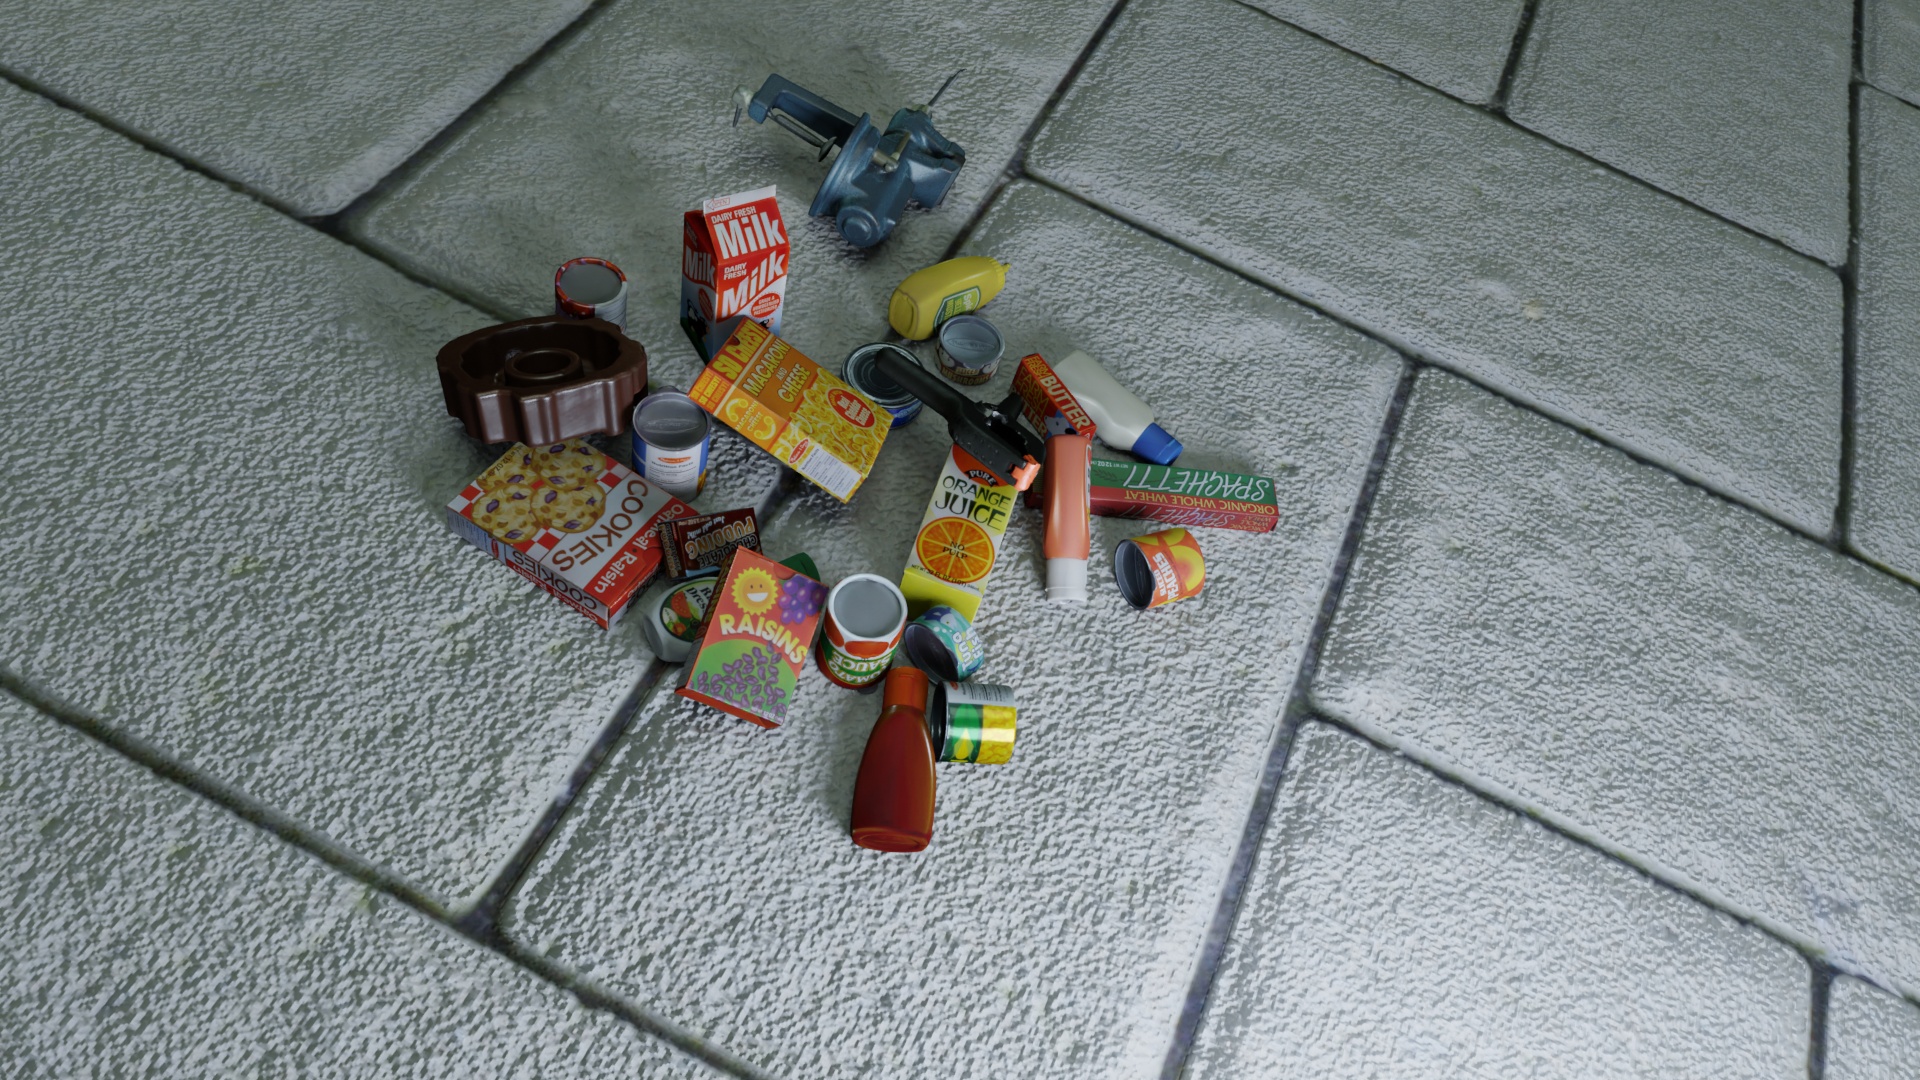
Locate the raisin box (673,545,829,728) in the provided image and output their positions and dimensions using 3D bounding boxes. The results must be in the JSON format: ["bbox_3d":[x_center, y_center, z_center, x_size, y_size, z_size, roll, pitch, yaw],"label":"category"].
[{"bbox_3d":[-0.167,0.078,1.117,0.086,0.040,0.124,25,68,-19],"label":"raisin box"}]

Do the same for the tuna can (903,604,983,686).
[{"bbox_3d":[-0.012,0.089,1.163,0.033,0.070,0.071,-34,70,-31],"label":"tuna can"}]

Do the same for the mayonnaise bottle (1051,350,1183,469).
[{"bbox_3d":[0.152,-0.125,1.372,0.148,0.041,0.065,41,53,14],"label":"mayonnaise bottle"}]

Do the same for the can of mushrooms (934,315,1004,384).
[{"bbox_3d":[0.008,-0.188,1.384,0.071,0.033,0.071,7,54,-10],"label":"can of mushrooms"}]

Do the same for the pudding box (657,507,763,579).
[{"bbox_3d":[-0.210,0.002,1.172,0.084,0.030,0.049,-13,94,-47],"label":"pudding box"}]

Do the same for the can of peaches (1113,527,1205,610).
[{"bbox_3d":[0.182,0.026,1.257,0.058,0.071,0.071,-13,60,-23],"label":"can of peaches"}]

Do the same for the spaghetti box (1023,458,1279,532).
[{"bbox_3d":[0.185,-0.046,1.332,0.250,0.028,0.050,5,56,-10],"label":"spaghetti box"}]

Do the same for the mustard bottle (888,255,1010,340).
[{"bbox_3d":[-0.001,-0.256,1.412,0.161,0.065,0.049,-31,64,-34],"label":"mustard bottle"}]

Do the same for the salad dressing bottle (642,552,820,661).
[{"bbox_3d":[-0.189,0.052,1.160,0.148,0.043,0.064,-24,73,-27],"label":"salad dressing bottle"}]

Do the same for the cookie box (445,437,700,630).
[{"bbox_3d":[-0.325,-0.017,1.176,0.167,0.040,0.123,31,54,8],"label":"cookie box"}]

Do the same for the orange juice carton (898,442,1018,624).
[{"bbox_3d":[0.004,-0.016,1.239,0.072,0.072,0.194,20,53,0],"label":"orange juice carton"}]

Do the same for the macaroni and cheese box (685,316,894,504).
[{"bbox_3d":[-0.147,-0.120,1.240,0.166,0.040,0.124,34,30,-11],"label":"macaroni and cheese box"}]

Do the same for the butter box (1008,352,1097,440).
[{"bbox_3d":[0.088,-0.128,1.350,0.024,0.052,0.104,-22,64,-28],"label":"butter box"}]

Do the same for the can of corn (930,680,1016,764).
[{"bbox_3d":[0.010,0.151,1.131,0.058,0.070,0.071,5,55,-12],"label":"can of corn"}]

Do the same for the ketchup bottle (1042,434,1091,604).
[{"bbox_3d":[0.095,-0.018,1.252,0.043,0.064,0.149,1,79,1],"label":"ketchup bottle"}]

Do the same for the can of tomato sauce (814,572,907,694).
[{"bbox_3d":[-0.082,0.077,1.146,0.071,0.082,0.071,7,55,-9],"label":"can of tomato sauce"}]

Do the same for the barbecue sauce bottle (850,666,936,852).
[{"bbox_3d":[-0.049,0.173,1.112,0.065,0.043,0.149,4,54,1],"label":"barbecue sauce bottle"}]

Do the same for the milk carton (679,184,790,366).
[{"bbox_3d":[-0.208,-0.247,1.273,0.072,0.189,0.073,-22,63,-26],"label":"milk carton"}]

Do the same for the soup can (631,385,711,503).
[{"bbox_3d":[-0.253,-0.082,1.213,0.071,0.083,0.072,7,55,-10],"label":"soup can"}]

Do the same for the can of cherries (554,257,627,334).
[{"bbox_3d":[-0.349,-0.224,1.303,0.071,0.058,0.072,7,55,-10],"label":"can of cherries"}]
